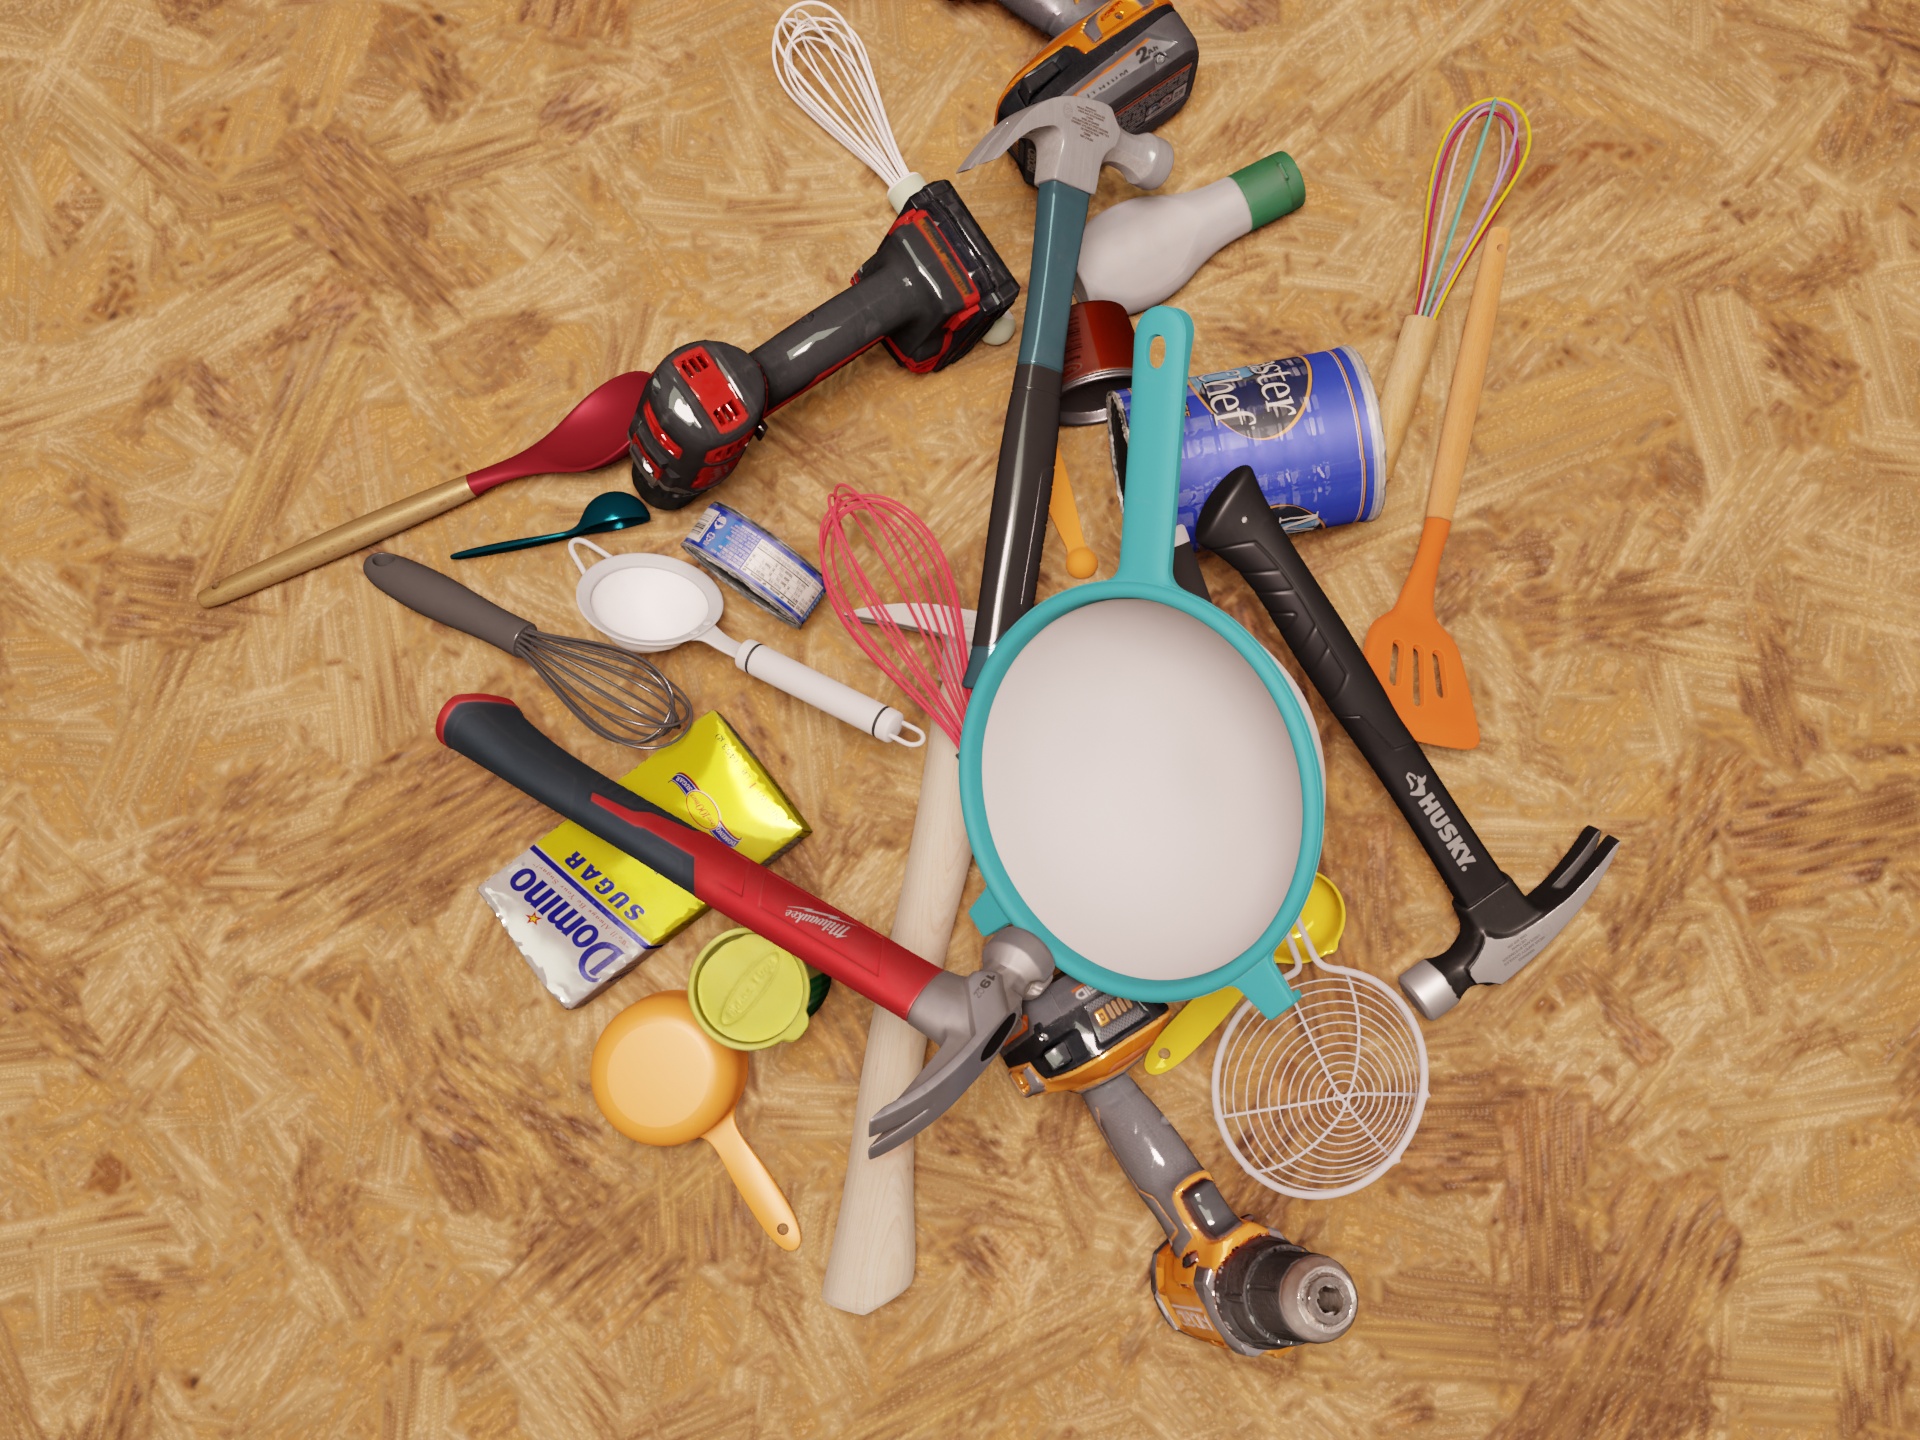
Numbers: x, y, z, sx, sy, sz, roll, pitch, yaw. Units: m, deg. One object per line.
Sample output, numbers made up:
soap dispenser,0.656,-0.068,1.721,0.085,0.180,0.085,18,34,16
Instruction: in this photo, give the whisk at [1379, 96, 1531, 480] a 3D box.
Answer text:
whisk,0.289,-0.260,0.957,0.047,0.051,0.245,18,89,-2

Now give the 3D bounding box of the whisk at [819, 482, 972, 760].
whisk,-0.001,-0.003,0.900,0.073,0.073,0.296,-27,88,0

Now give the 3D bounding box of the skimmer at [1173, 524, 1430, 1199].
skimmer,0.156,0.074,0.865,0.127,0.090,0.363,-15,96,33

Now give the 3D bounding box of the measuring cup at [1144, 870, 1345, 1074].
measuring cup,0.162,0.148,0.937,0.062,0.029,0.156,41,100,-4

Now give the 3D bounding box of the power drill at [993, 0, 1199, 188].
power drill,0.019,-0.436,0.960,0.164,0.084,0.226,-35,81,-5

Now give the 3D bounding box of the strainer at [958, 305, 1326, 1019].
strainer,0.111,-0.032,0.808,0.211,0.095,0.340,10,102,38

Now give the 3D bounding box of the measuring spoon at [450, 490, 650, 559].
measuring spoon,-0.252,-0.119,0.966,0.128,0.042,0.021,-11,91,8

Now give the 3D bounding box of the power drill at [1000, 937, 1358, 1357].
power drill,0.115,0.233,0.849,0.084,0.185,0.226,-28,82,-19

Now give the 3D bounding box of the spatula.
spatula,0.294,-0.143,0.946,0.081,0.041,0.323,14,84,-9

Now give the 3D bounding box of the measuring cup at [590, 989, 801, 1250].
measuring cup,-0.147,0.237,0.921,0.095,0.052,0.174,-35,83,-1

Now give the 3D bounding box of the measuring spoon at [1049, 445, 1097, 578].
measuring spoon,0.058,-0.142,0.968,0.021,0.011,0.117,-19,85,0

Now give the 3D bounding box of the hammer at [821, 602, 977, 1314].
hammer,-0.035,0.135,0.936,0.146,0.038,0.411,11,86,4

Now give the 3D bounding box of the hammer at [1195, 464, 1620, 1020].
hammer,0.237,0.002,0.885,0.146,0.035,0.334,-36,104,0

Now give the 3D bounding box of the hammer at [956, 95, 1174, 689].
hammer,0.043,-0.178,0.872,0.128,0.033,0.331,10,87,-36

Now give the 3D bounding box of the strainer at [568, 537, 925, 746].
strainer,-0.129,-0.038,0.925,0.258,0.050,0.087,26,42,22

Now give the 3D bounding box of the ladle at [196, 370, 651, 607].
ladle,-0.323,-0.133,0.972,0.315,0.031,0.069,-22,49,3

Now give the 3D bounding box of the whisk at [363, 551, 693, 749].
whisk,-0.262,-0.045,0.944,0.239,0.055,0.055,26,86,16

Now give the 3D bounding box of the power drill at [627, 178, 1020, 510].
power drill,-0.093,-0.201,0.917,0.227,0.188,0.080,-36,95,-19

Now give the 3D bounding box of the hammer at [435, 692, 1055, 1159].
hammer,-0.149,0.086,0.850,0.386,0.038,0.143,26,45,23

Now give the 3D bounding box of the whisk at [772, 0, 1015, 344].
whisk,-0.040,-0.334,0.976,0.059,0.058,0.246,-35,87,33
